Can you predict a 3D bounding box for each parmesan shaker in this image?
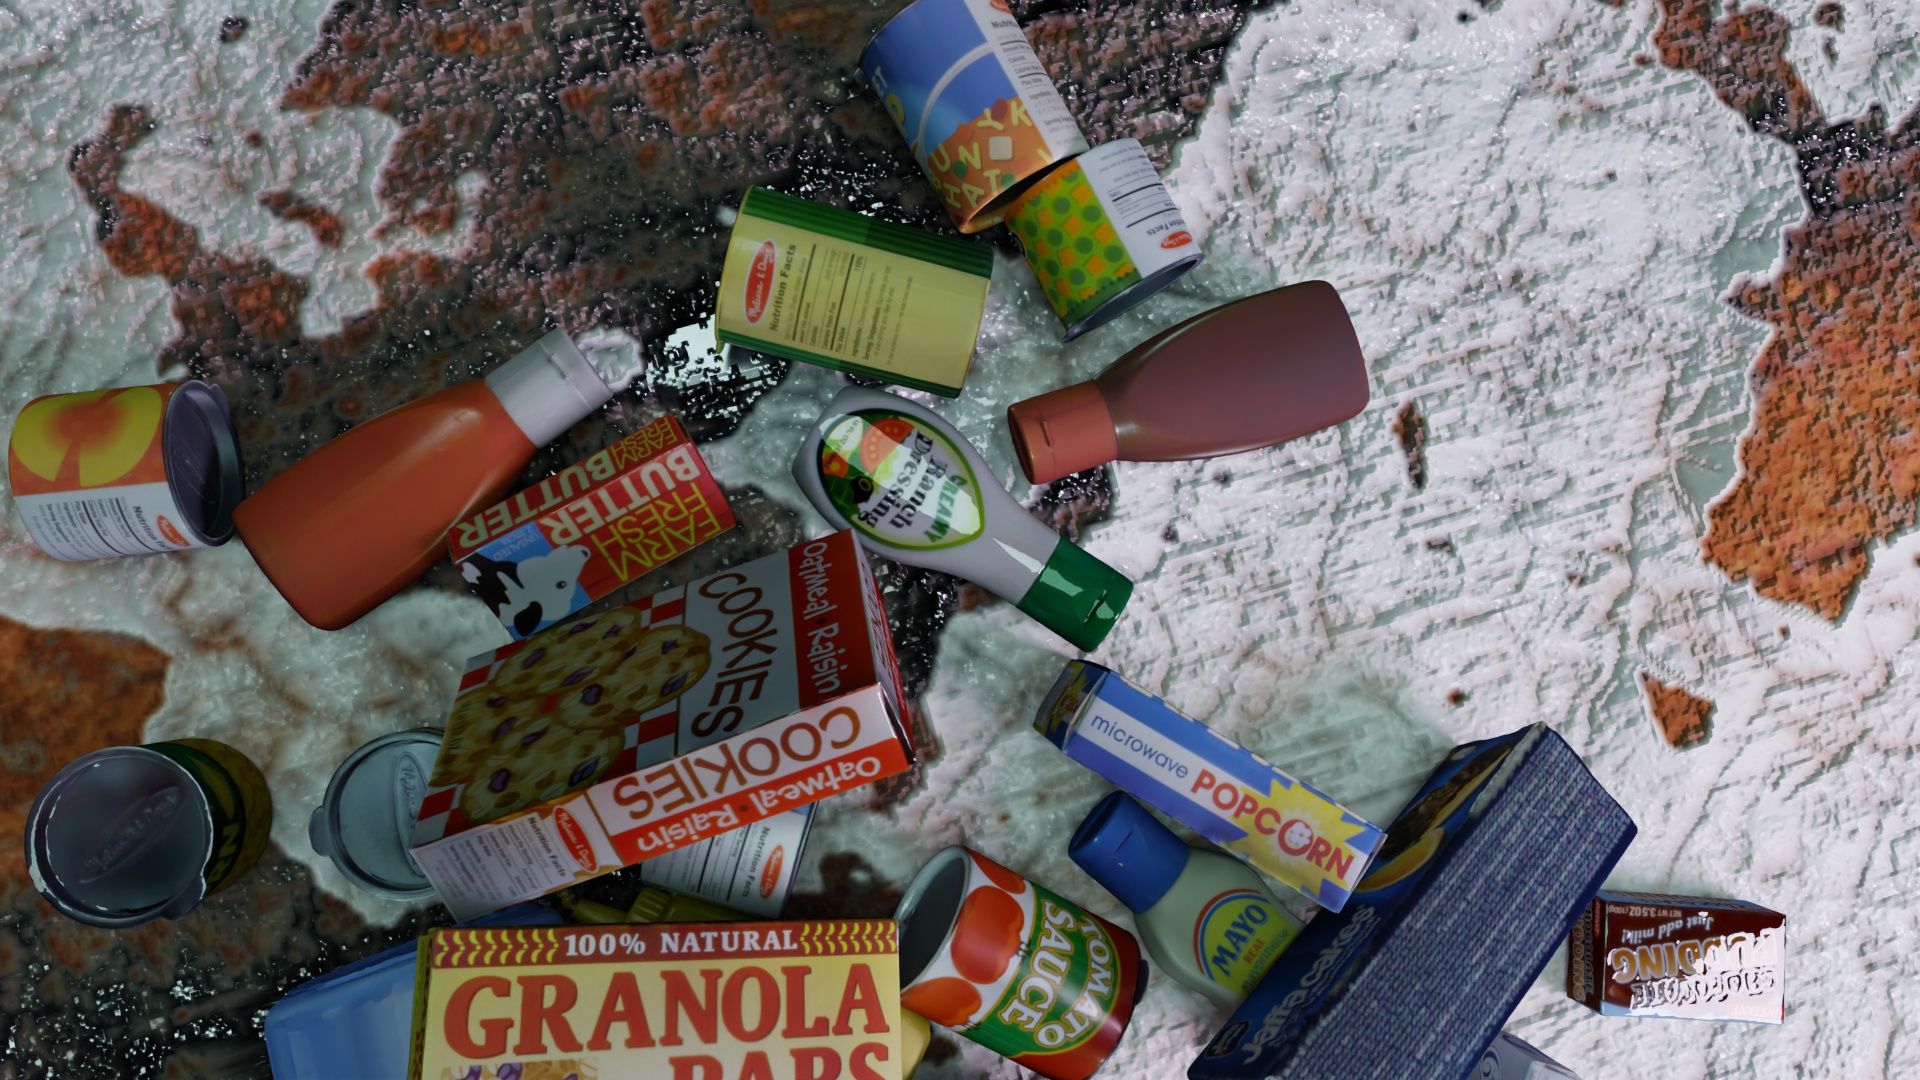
[{"bbox_3d":[-0.044,-0.099,0.575,0.103,0.071,0.071,14,85,-5],"label":"parmesan shaker"}]

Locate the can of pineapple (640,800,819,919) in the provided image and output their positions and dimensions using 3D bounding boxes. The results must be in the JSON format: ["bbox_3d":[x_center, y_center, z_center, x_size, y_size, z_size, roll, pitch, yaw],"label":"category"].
[{"bbox_3d":[-0.089,0.112,0.554,0.058,0.071,0.071,17,85,-2],"label":"can of pineapple"}]

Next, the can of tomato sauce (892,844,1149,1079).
[{"bbox_3d":[0.020,0.167,0.548,0.083,0.071,0.071,31,84,-15],"label":"can of tomato sauce"}]

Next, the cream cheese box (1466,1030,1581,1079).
[{"bbox_3d":[0.219,0.260,0.576,0.024,0.053,0.104,23,84,-1],"label":"cream cheese box"}]

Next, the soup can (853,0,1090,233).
[{"bbox_3d":[0.004,-0.180,0.586,0.071,0.071,0.084,-30,89,-6],"label":"soup can"}]

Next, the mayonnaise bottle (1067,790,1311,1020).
[{"bbox_3d":[0.111,0.165,0.579,0.148,0.041,0.065,41,76,-2],"label":"mayonnaise bottle"}]

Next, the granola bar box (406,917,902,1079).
[{"bbox_3d":[-0.101,0.195,0.475,0.166,0.039,0.124,8,69,-29],"label":"granola bar box"}]

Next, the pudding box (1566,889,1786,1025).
[{"bbox_3d":[0.309,0.180,0.602,0.084,0.030,0.049,5,86,-4],"label":"pudding box"}]

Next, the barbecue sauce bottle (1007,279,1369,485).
[{"bbox_3d":[0.095,-0.062,0.595,0.149,0.043,0.065,-18,87,-6],"label":"barbecue sauce bottle"}]

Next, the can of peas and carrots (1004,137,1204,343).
[{"bbox_3d":[0.058,-0.126,0.587,0.071,0.071,0.058,-29,89,-6],"label":"can of peas and carrots"}]

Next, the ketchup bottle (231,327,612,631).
[{"bbox_3d":[-0.213,-0.030,0.564,0.149,0.043,0.064,-37,90,-7],"label":"ketchup bottle"}]

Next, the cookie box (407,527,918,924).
[{"bbox_3d":[-0.107,0.063,0.518,0.167,0.123,0.040,-19,118,0],"label":"cookie box"}]

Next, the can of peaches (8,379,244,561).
[{"bbox_3d":[-0.324,-0.029,0.544,0.058,0.071,0.071,-7,87,-5],"label":"can of peaches"}]

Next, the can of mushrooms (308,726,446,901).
[{"bbox_3d":[-0.220,0.109,0.558,0.071,0.033,0.071,0,86,-5],"label":"can of mushrooms"}]

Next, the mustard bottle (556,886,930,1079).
[{"bbox_3d":[-0.093,0.180,0.556,0.160,0.048,0.065,28,78,-3],"label":"mustard bottle"}]

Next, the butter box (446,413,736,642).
[{"bbox_3d":[-0.148,-0.005,0.564,0.103,0.053,0.024,-29,45,-6],"label":"butter box"}]

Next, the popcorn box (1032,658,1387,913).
[{"bbox_3d":[0.095,0.095,0.561,0.127,0.085,0.038,31,85,-3],"label":"popcorn box"}]

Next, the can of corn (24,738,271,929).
[{"bbox_3d":[-0.309,0.113,0.537,0.071,0.058,0.071,0,86,-5],"label":"can of corn"}]

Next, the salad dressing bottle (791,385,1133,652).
[{"bbox_3d":[0.002,-0.007,0.581,0.147,0.044,0.064,33,90,-2],"label":"salad dressing bottle"}]
